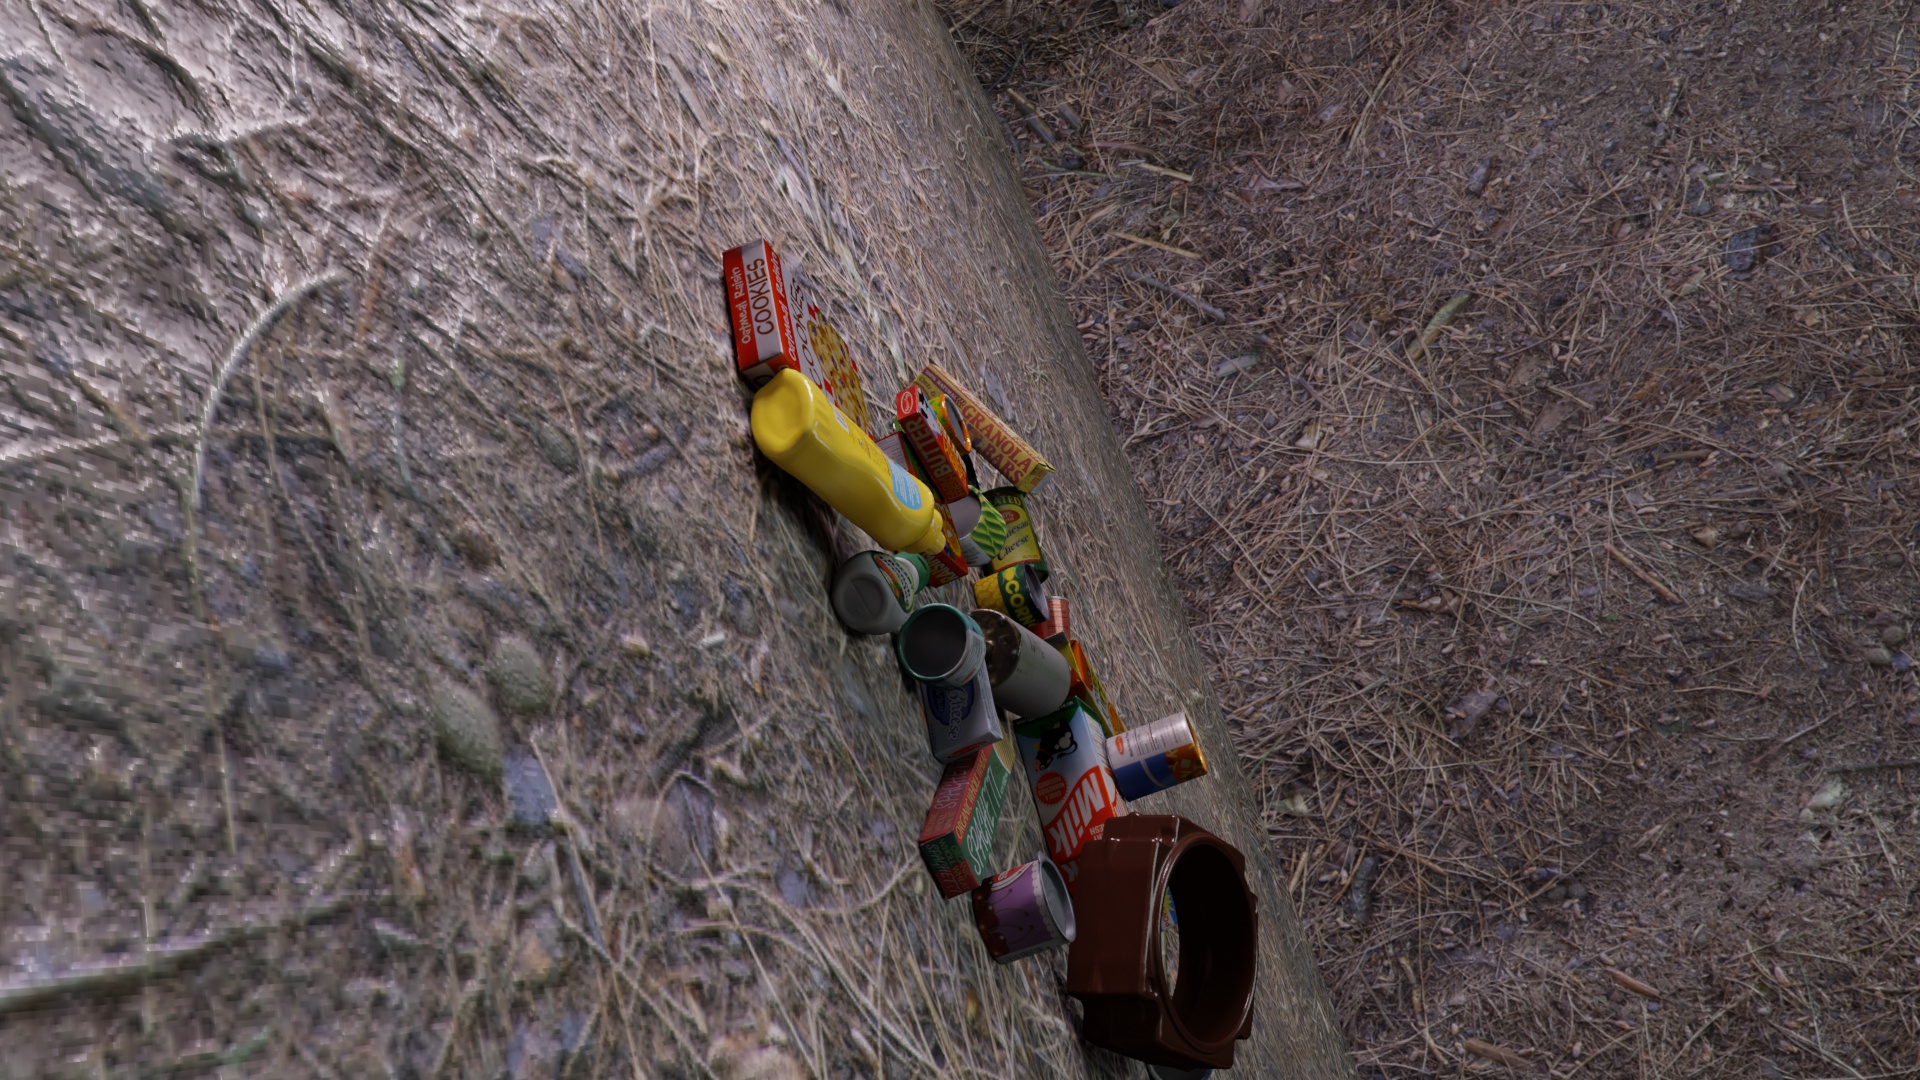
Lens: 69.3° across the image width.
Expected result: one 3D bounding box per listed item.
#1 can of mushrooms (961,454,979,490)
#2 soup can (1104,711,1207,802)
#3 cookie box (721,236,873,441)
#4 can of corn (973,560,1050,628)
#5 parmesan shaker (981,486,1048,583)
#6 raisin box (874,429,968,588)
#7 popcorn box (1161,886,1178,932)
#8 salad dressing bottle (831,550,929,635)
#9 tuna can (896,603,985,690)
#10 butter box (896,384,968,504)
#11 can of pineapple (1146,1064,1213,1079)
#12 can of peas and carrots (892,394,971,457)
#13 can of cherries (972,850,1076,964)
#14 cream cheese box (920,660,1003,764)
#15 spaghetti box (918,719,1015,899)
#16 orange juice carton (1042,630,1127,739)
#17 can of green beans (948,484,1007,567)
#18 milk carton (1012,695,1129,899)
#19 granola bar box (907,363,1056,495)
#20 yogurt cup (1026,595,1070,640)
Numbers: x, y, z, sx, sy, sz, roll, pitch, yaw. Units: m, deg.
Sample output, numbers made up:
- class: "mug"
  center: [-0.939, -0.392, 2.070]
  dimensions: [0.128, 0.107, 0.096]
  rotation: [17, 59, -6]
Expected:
- class: "can of mushrooms"
  center: [-0.009, -0.077, 1.483]
  dimensions: [0.071, 0.033, 0.071]
  rotation: [61, 14, -26]
- class: "soup can"
  center: [0.194, 0.215, 1.371]
  dimensions: [0.071, 0.084, 0.071]
  rotation: [-23, 92, -80]
- class: "cookie box"
  center: [-0.128, -0.143, 1.110]
  dimensions: [0.167, 0.040, 0.123]
  rotation: [50, 22, -55]
- class: "can of corn"
  center: [0.053, 0.063, 1.438]
  dimensions: [0.071, 0.058, 0.071]
  rotation: [-24, 91, -77]
- class: "parmesan shaker"
  center: [0.054, 0.000, 1.516]
  dimensions: [0.071, 0.071, 0.103]
  rotation: [39, 31, -64]
- class: "raisin box"
  center: [-0.040, -0.027, 1.267]
  dimensions: [0.086, 0.040, 0.124]
  rotation: [44, 25, -62]
- class: "popcorn box"
  center: [0.178, 0.345, 1.415]
  dimensions: [0.126, 0.038, 0.085]
  rotation: [150, -83, -81]
- class: "salad dressing bottle"
  center: [-0.057, 0.035, 1.079]
  dimensions: [0.064, 0.044, 0.148]
  rotation: [58, 13, 0]
- class: "tuna can"
  center: [-0.018, 0.084, 1.113]
  dimensions: [0.033, 0.071, 0.071]
  rotation: [40, 30, -62]
- class: "butter box"
  center: [-0.025, -0.088, 1.281]
  dimensions: [0.103, 0.024, 0.053]
  rotation: [59, 14, -31]
- class: "can of pineapple"
  center: [0.217, 0.493, 1.346]
  dimensions: [0.071, 0.071, 0.058]
  rotation: [70, 13, 12]
- class: "can of peas and carrots"
  center: [-0.028, -0.105, 1.398]
  dimensions: [0.070, 0.058, 0.071]
  rotation: [60, 15, -27]
- class: "can of cherries"
  center: [0.048, 0.280, 1.059]
  dimensions: [0.071, 0.058, 0.072]
  rotation: [59, 16, -29]
- class: "cream cheese box"
  center: [-0.002, 0.125, 1.128]
  dimensions: [0.024, 0.053, 0.104]
  rotation: [49, 22, -49]
- class: "spaghetti box"
  center: [0.009, 0.201, 1.101]
  dimensions: [0.050, 0.028, 0.251]
  rotation: [64, 13, -9]
- class: "orange juice carton"
  center: [0.115, 0.177, 1.465]
  dimensions: [0.192, 0.072, 0.073]
  rotation: [60, 14, -30]
- class: "can of green beans"
  center: [0.005, -0.015, 1.361]
  dimensions: [0.057, 0.071, 0.071]
  rotation: [47, 24, -56]
- class: "milk carton"
  center: [0.118, 0.256, 1.344]
  dimensions: [0.073, 0.072, 0.191]
  rotation: [44, 25, -59]
- class: "granola bar box"
  center: [0.027, -0.121, 1.530]
  dimensions: [0.166, 0.039, 0.124]
  rotation: [43, 8, 10]
- class: "yogurt cup"
  center: [0.090, 0.096, 1.522]
  dimensions: [0.072, 0.072, 0.054]
  rotation: [39, 39, -64]
